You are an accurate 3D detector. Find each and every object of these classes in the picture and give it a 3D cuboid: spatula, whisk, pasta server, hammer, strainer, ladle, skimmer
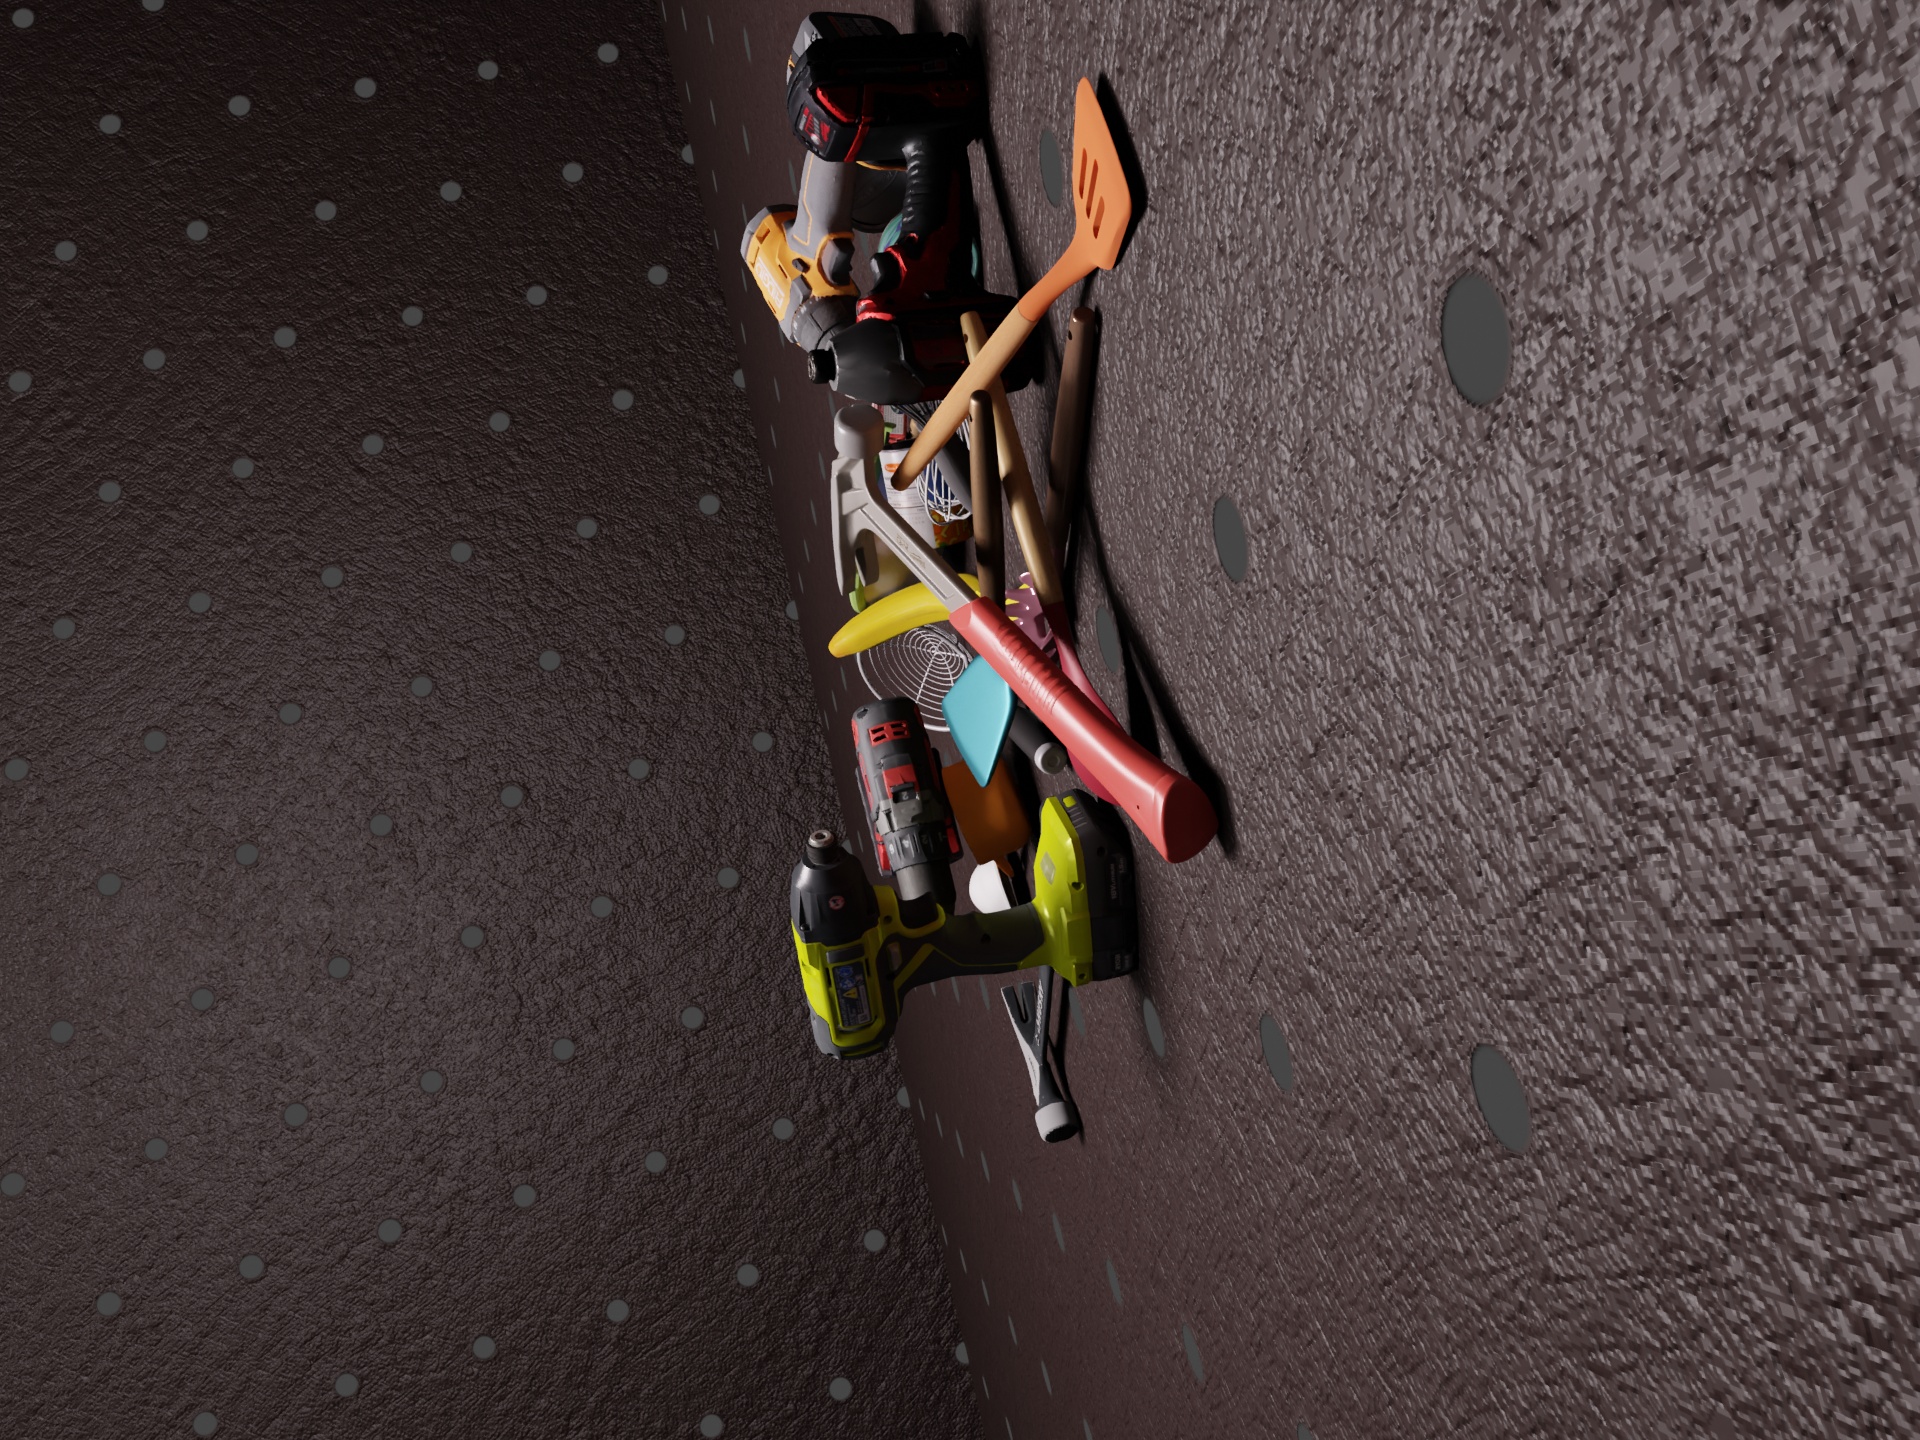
[{"bbox_3d":[0.011,-0.082,1.015,0.317,0.044,0.082,85,162,-52],"label":"spatula"},{"bbox_3d":[0.020,-0.218,0.898,0.322,0.041,0.081,-44,57,54],"label":"spatula"},{"bbox_3d":[-0.009,-0.256,1.187,0.058,0.059,0.246,26,134,31],"label":"whisk"},{"bbox_3d":[0.054,-0.128,0.987,0.316,0.040,0.060,94,152,-55],"label":"pasta server"},{"bbox_3d":[0.072,0.195,1.312,0.408,0.036,0.149,90,165,-50],"label":"hammer"},{"bbox_3d":[-0.022,-0.213,1.122,0.238,0.055,0.055,52,-163,-57],"label":"whisk"},{"bbox_3d":[-0.044,-0.149,1.439,0.256,0.069,0.151,72,-151,-74],"label":"strainer"},{"bbox_3d":[0.020,0.089,1.465,0.086,0.050,0.258,55,-157,-76],"label":"strainer"},{"bbox_3d":[0.050,-0.095,0.958,0.069,0.031,0.315,-20,86,67],"label":"ladle"},{"bbox_3d":[0.024,-0.039,0.948,0.359,0.036,0.149,48,152,34],"label":"hammer"},{"bbox_3d":[-0.002,-0.004,1.314,0.127,0.090,0.363,55,178,-22],"label":"skimmer"}]

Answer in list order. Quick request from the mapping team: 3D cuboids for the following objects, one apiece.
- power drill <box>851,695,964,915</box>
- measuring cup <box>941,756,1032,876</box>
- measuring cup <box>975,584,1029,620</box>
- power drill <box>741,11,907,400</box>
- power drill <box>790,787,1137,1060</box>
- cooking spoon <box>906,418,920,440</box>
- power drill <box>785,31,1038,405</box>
[{"bbox_3d":[-0.041,0.088,1.363,0.226,0.080,0.188,91,165,-80],"label":"power drill"},{"bbox_3d":[0.038,0.089,1.354,0.173,0.052,0.095,54,-166,-56],"label":"measuring cup"},{"bbox_3d":[0.047,-0.080,1.156,0.156,0.029,0.062,149,109,-68],"label":"measuring cup"},{"bbox_3d":[-0.082,-0.362,1.149,0.186,0.084,0.226,60,144,28],"label":"power drill"},{"bbox_3d":[-0.001,0.129,1.070,0.080,0.223,0.171,-118,18,-57],"label":"power drill"},{"bbox_3d":[-0.053,-0.224,1.544,0.318,0.017,0.069,114,139,-74],"label":"cooking spoon"},{"bbox_3d":[-0.040,-0.306,0.996,0.078,0.143,0.220,162,98,-75],"label":"power drill"}]
